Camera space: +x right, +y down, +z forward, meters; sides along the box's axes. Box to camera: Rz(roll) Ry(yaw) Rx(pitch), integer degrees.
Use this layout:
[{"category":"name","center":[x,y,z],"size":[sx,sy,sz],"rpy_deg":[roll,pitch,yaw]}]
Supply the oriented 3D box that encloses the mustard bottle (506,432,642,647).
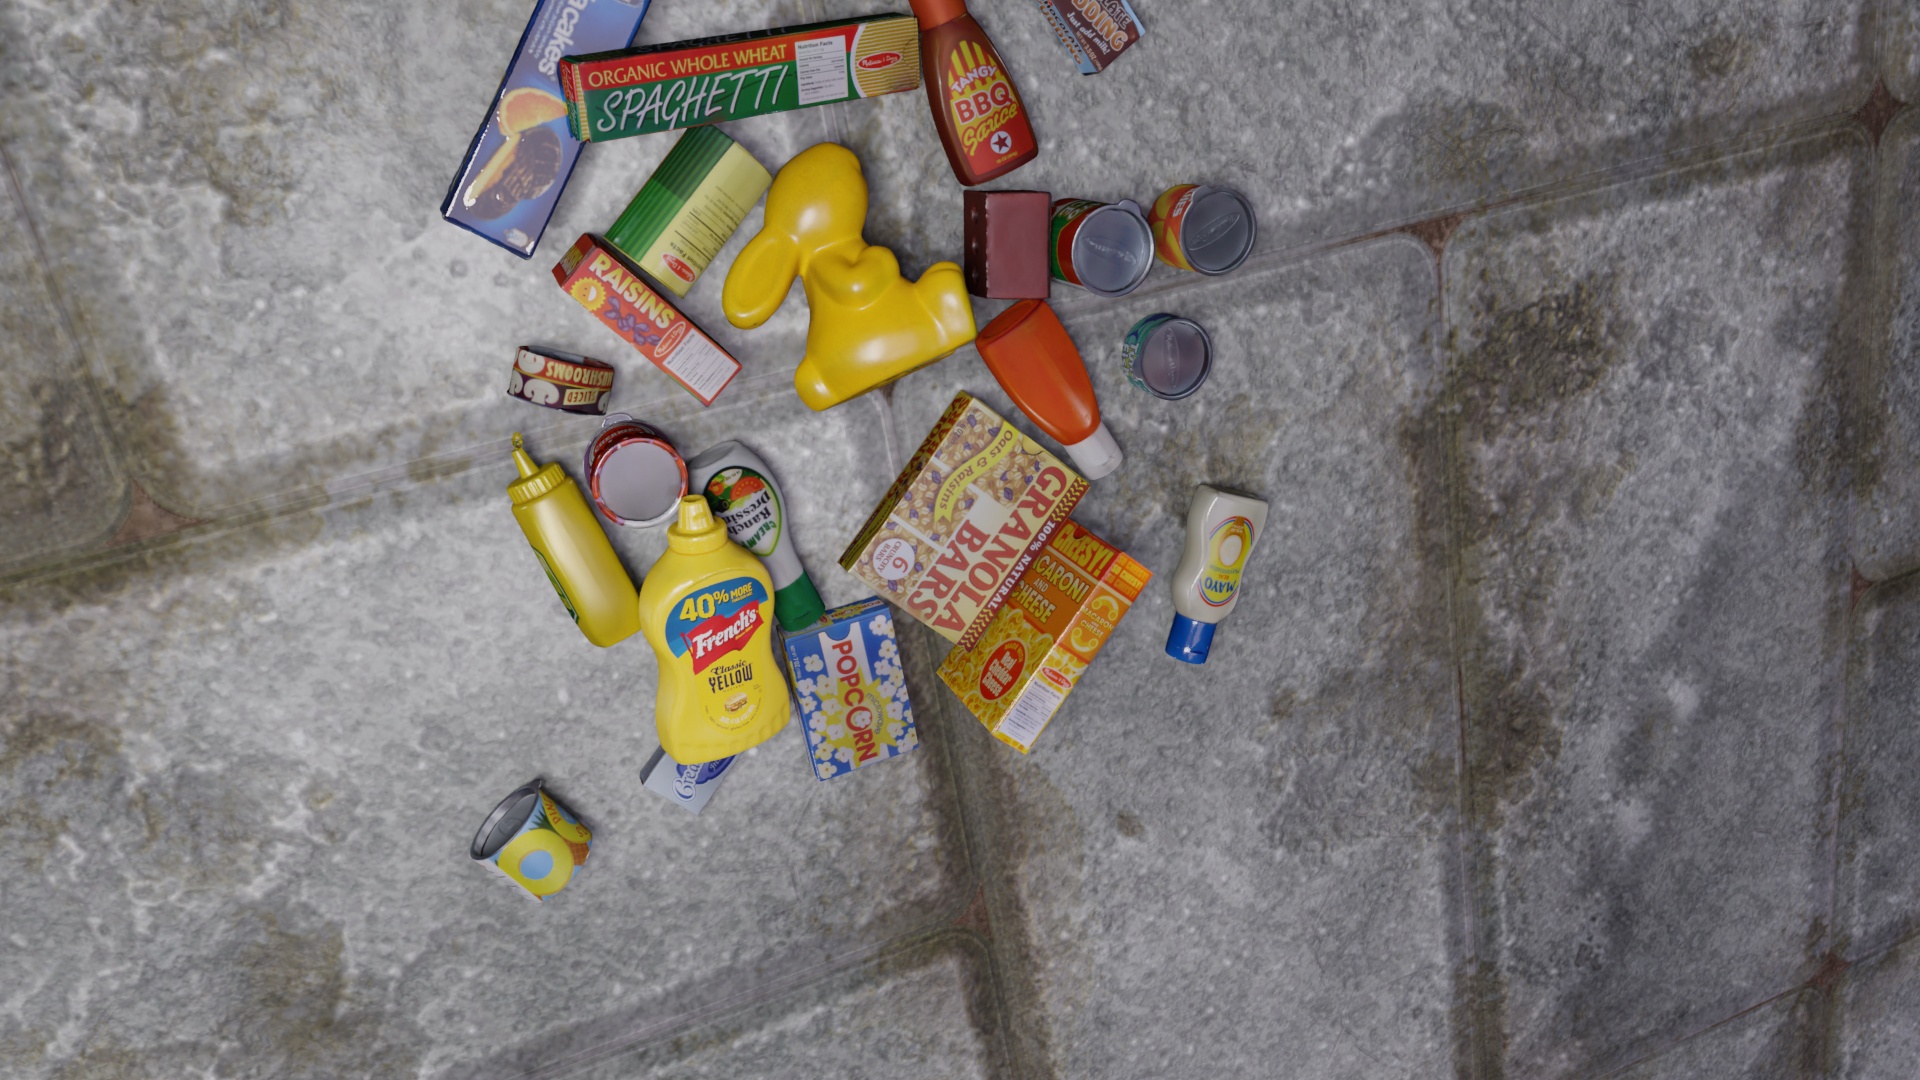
[{"category":"mustard bottle","center":[-0.274,-0.003,0.966],"size":[0.049,0.065,0.159],"rpy_deg":[-32,109,-18]}]

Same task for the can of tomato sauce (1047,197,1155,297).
[{"category":"can of tomato sauce","center":[0.096,-0.220,1.028],"size":[0.071,0.083,0.071],"rpy_deg":[-6,108,-19]}]

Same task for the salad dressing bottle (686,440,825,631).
[{"category":"salad dressing bottle","center":[-0.148,-0.001,1.023],"size":[0.064,0.044,0.147],"rpy_deg":[-30,114,-7]}]

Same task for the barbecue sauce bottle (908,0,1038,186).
[{"category":"barbecue sauce bottle","center":[0.002,-0.330,0.981],"size":[0.065,0.044,0.148],"rpy_deg":[-28,113,-11]}]

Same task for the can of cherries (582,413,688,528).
[{"category":"can of cherries","center":[-0.228,-0.049,0.970],"size":[0.071,0.058,0.071],"rpy_deg":[-6,109,-19]}]

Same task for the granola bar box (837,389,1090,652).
[{"category":"granola bar box","center":[0.004,-0.013,1.077],"size":[0.124,0.039,0.165],"rpy_deg":[35,91,-23]}]

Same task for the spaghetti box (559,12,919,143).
[{"category":"spaghetti box","center":[-0.137,-0.304,0.905],"size":[0.251,0.029,0.050],"rpy_deg":[-20,124,-30]}]

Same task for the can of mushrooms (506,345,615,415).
[{"category":"can of mushrooms","center":[-0.266,-0.107,0.931],"size":[0.071,0.071,0.033],"rpy_deg":[11,100,-23]}]

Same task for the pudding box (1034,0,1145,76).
[{"category":"pudding box","center":[0.090,-0.386,1.005],"size":[0.050,0.030,0.083],"rpy_deg":[-42,116,-5]}]

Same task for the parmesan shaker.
[{"category":"parmesan shaker","center":[-0.181,-0.222,0.934],"size":[0.071,0.071,0.103],"rpy_deg":[38,90,-26]}]

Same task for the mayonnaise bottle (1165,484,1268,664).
[{"category":"mayonnaise bottle","center":[0.210,0.030,1.170],"size":[0.065,0.041,0.147],"rpy_deg":[10,102,-25]}]

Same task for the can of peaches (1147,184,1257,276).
[{"category":"can of peaches","center":[0.184,-0.242,1.069],"size":[0.071,0.058,0.071],"rpy_deg":[-6,108,-18]}]

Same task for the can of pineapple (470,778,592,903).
[{"category":"can of pineapple","center":[-0.312,0.221,1.015],"size":[0.071,0.071,0.057],"rpy_deg":[-43,116,-4]}]

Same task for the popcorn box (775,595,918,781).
[{"category":"popcorn box","center":[-0.087,0.115,1.084],"size":[0.085,0.038,0.126],"rpy_deg":[-16,111,-14]}]

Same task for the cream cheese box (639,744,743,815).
[{"category":"cream cheese box","center":[-0.194,0.154,1.063],"size":[0.053,0.024,0.104],"rpy_deg":[35,91,-24]}]

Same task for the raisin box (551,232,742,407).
[{"category":"raisin box","center":[-0.211,-0.149,0.931],"size":[0.123,0.086,0.040],"rpy_deg":[40,92,-26]}]

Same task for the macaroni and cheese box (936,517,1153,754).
[{"category":"macaroni and cheese box","center":[0.062,0.066,1.078],"size":[0.040,0.124,0.166],"rpy_deg":[34,92,-27]}]

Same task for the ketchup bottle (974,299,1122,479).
[{"category":"ketchup bottle","center":[0.075,-0.113,1.074],"size":[0.065,0.043,0.148],"rpy_deg":[-39,115,-5]}]

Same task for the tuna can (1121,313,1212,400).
[{"category":"tuna can","center":[0.161,-0.146,1.103],"size":[0.071,0.033,0.071],"rpy_deg":[-6,108,-19]}]
